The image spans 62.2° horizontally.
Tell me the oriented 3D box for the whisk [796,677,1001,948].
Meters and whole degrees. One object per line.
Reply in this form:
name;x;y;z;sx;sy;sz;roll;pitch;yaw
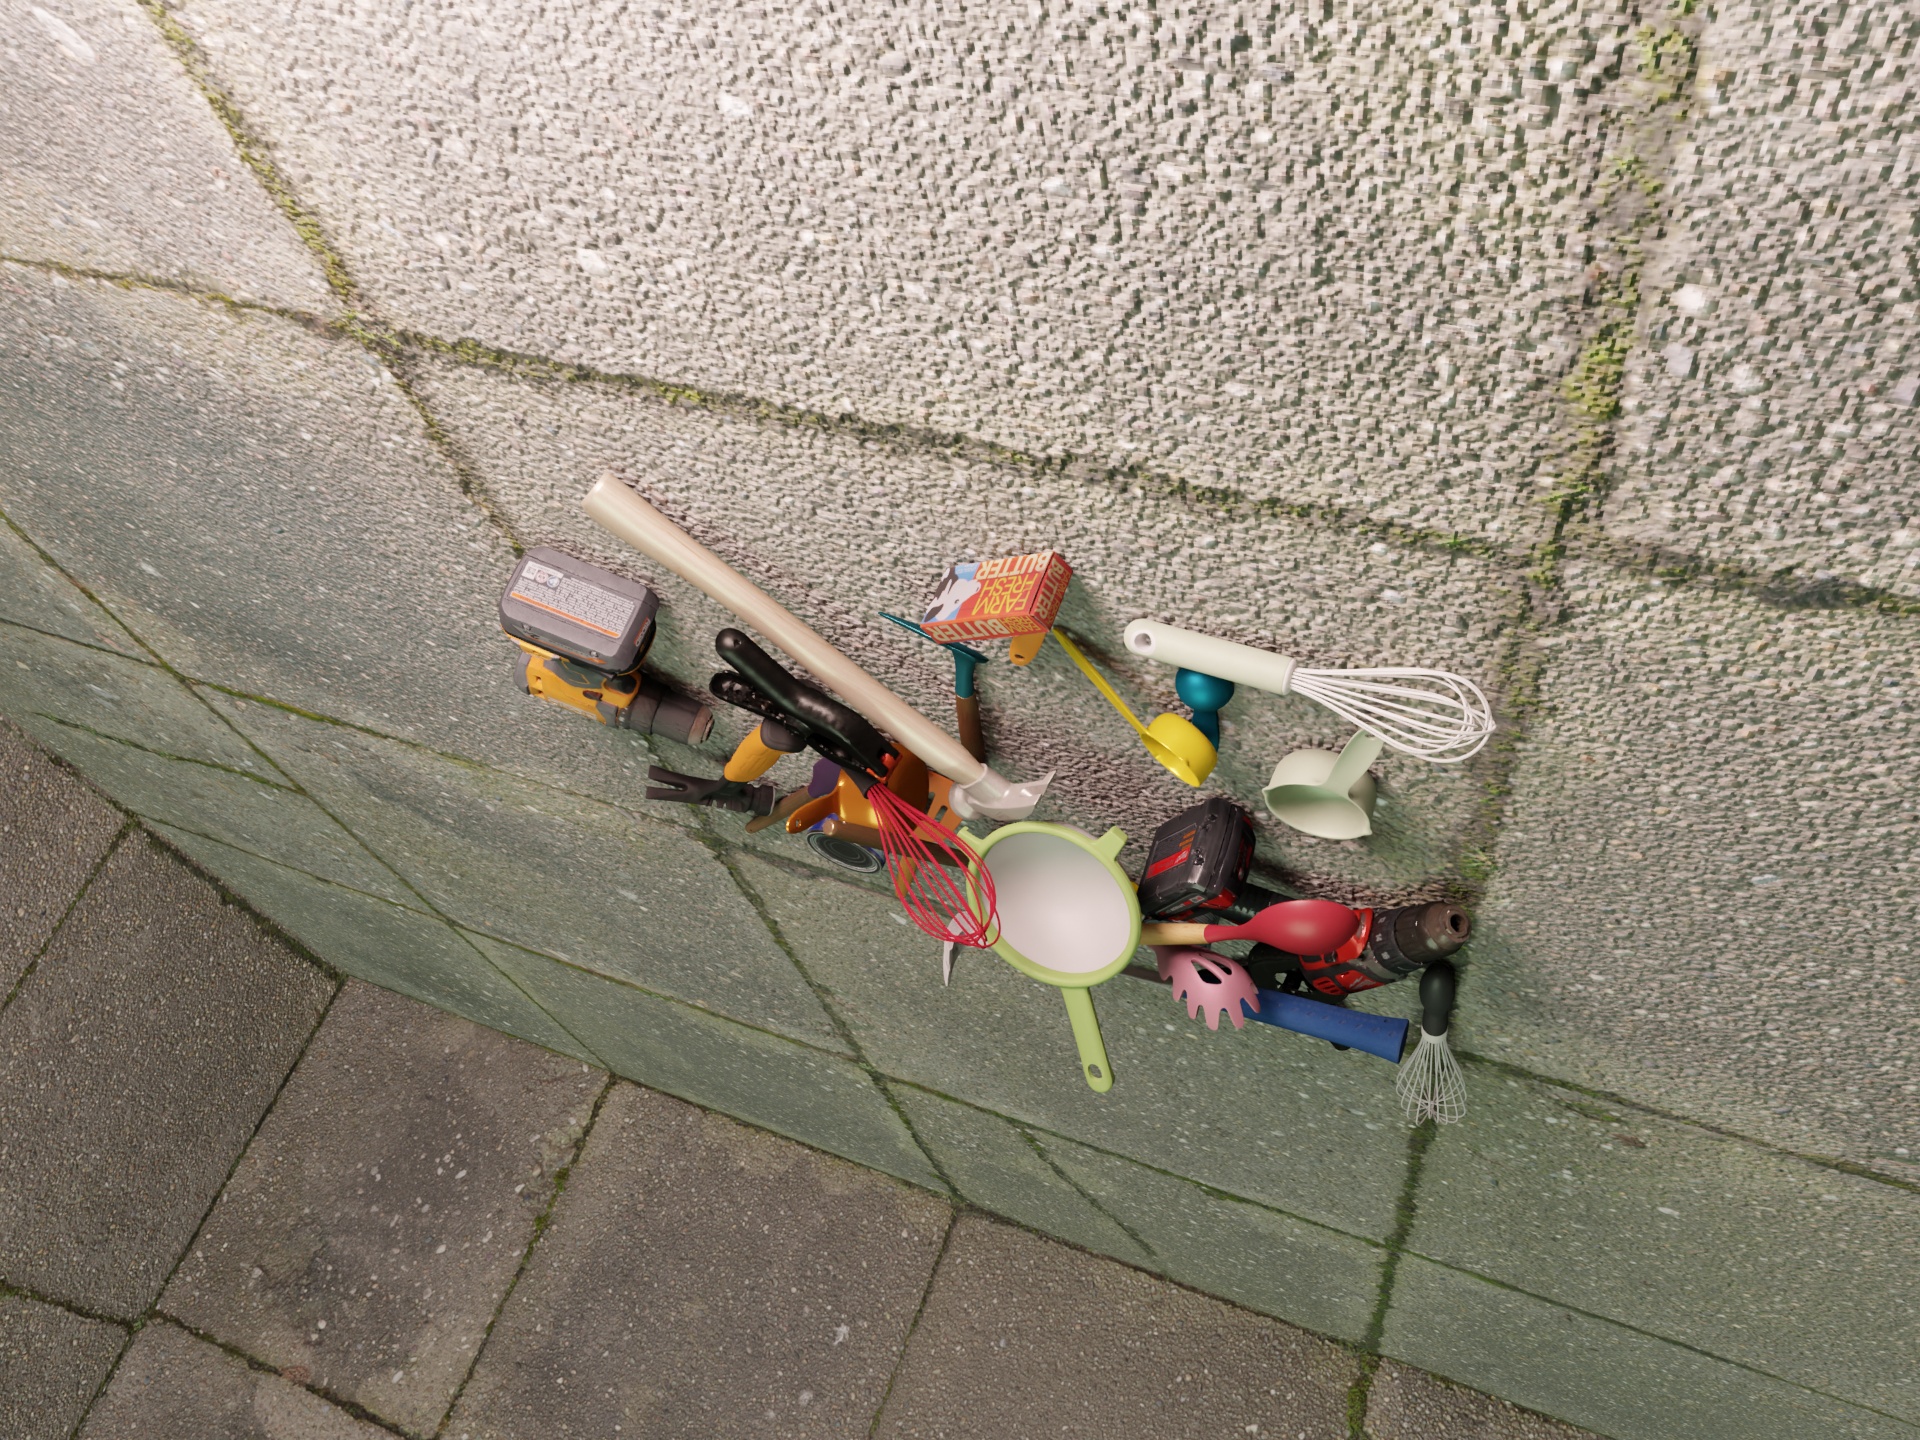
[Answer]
whisk;-0.059;0.069;1.285;0.296;0.073;0.073;52;167;28

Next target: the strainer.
strainer;0.098;0.183;1.305;0.151;0.069;0.256;-3;114;30

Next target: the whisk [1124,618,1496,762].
whisk;0.220;-0.026;1.023;0.246;0.059;0.057;17;113;23

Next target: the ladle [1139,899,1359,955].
ladle;0.178;0.169;1.268;0.069;0.031;0.315;38;151;-30

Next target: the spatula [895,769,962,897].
spatula;-0.044;0.122;1.560;0.081;0.041;0.322;23;159;3

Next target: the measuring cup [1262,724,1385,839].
measuring cup;0.264;0.030;1.099;0.083;0.038;0.167;22;153;5

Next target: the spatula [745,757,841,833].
spatula;-0.152;0.076;1.568;0.059;0.018;0.316;33;152;-16

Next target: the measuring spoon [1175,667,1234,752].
measuring spoon;0.173;0.003;1.140;0.042;0.021;0.128;15;154;17

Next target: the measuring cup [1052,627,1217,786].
measuring cup;0.126;-0.016;1.135;0.156;0.029;0.062;47;172;-9

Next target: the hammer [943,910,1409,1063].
hammer;0.174;0.226;1.365;0.405;0.144;0.035;11;110;22

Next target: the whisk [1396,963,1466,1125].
whisk;0.430;0.295;1.450;0.070;0.070;0.284;12;147;23

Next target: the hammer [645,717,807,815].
hammer;-0.202;0.040;1.438;0.127;0.034;0.337;10;166;-16

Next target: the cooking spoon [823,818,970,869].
cooking spoon;-0.011;0.119;1.391;0.069;0.017;0.318;37;-170;38

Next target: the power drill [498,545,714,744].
power drill;-0.305;-0.050;1.389;0.185;0.084;0.226;22;159;-1

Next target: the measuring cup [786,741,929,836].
measuring cup;-0.082;0.071;1.346;0.052;0.173;0.095;7;105;25

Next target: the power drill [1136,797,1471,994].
power drill;0.275;0.148;1.274;0.226;0.080;0.188;26;155;-11

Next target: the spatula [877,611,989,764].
spatula;-0.002;-0.004;1.254;0.082;0.044;0.317;26;158;17

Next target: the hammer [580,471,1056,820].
hammer;-0.108;-0.053;1.212;0.410;0.038;0.146;37;161;-15

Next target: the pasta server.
pasta server;0.130;0.170;1.376;0.316;0.060;0.040;29;143;43

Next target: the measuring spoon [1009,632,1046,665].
measuring spoon;0.051;-0.063;1.131;0.021;0.011;0.116;24;155;0
